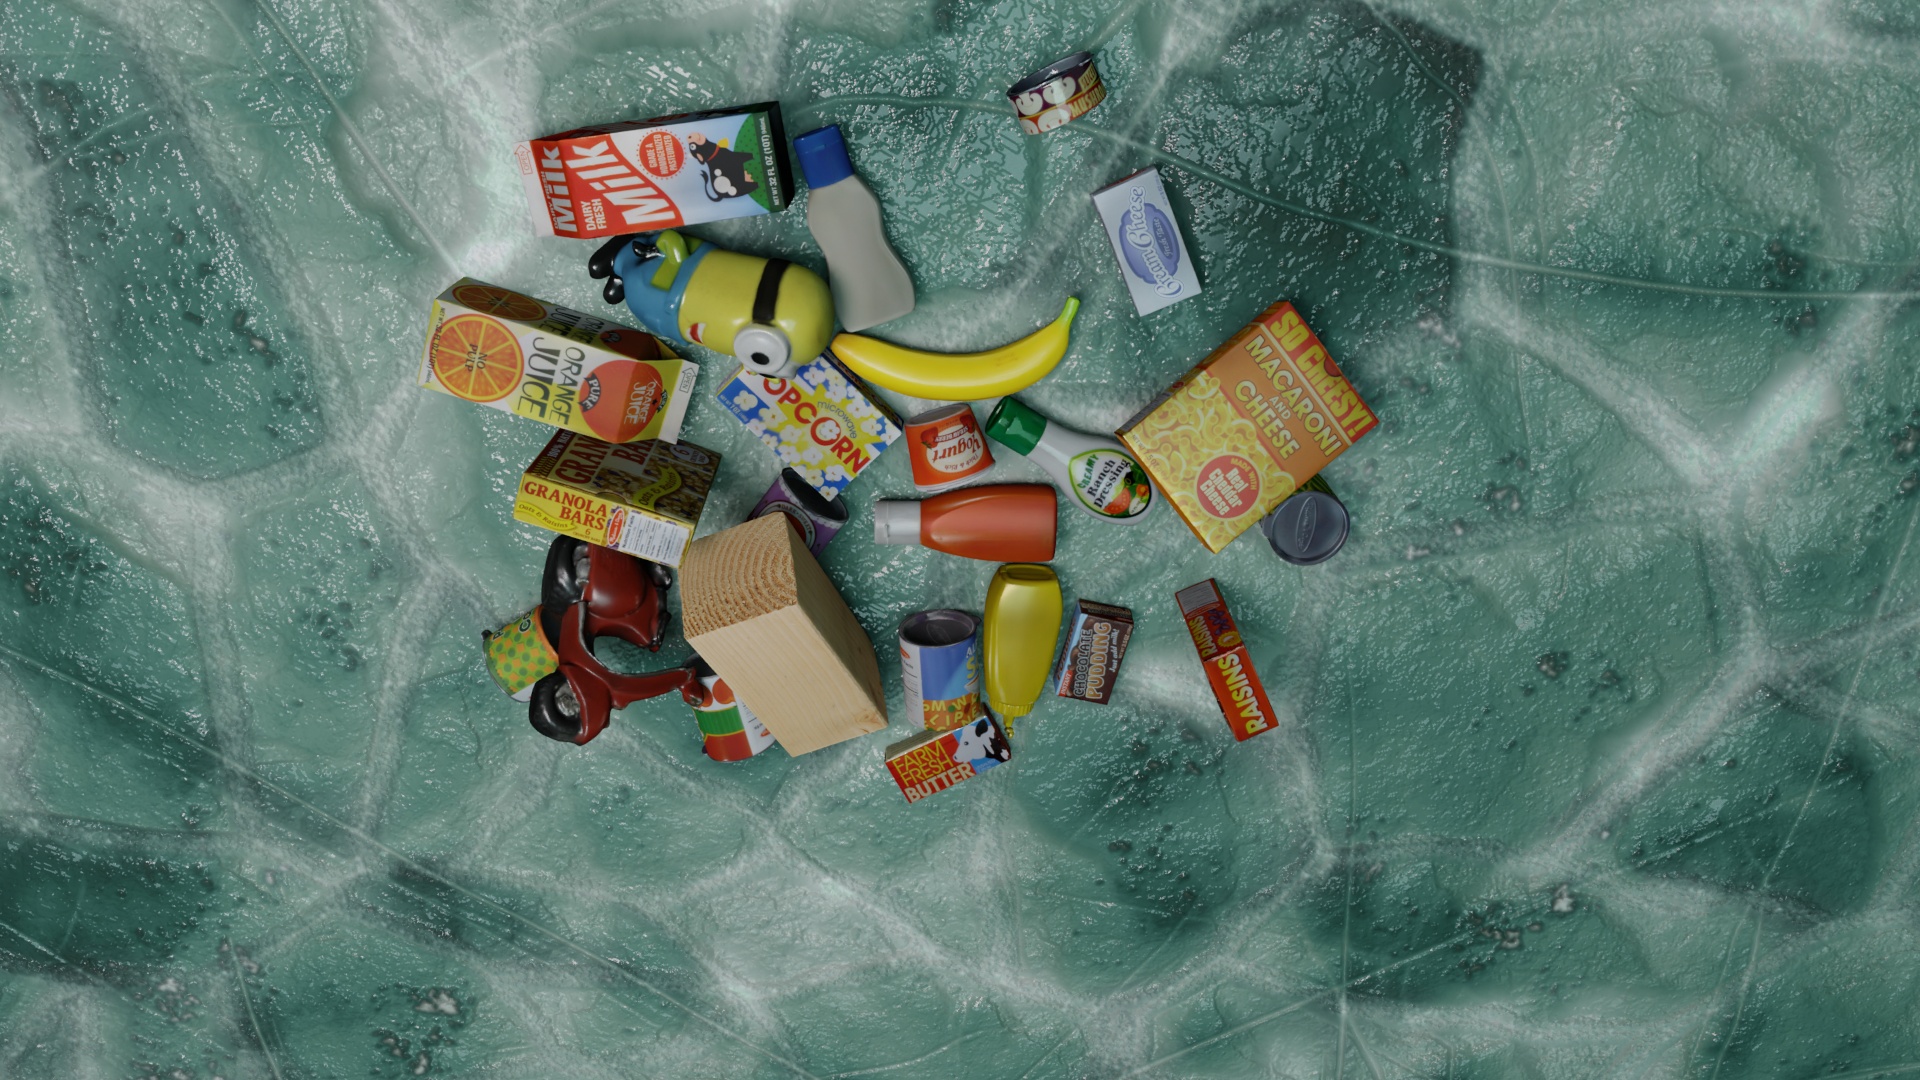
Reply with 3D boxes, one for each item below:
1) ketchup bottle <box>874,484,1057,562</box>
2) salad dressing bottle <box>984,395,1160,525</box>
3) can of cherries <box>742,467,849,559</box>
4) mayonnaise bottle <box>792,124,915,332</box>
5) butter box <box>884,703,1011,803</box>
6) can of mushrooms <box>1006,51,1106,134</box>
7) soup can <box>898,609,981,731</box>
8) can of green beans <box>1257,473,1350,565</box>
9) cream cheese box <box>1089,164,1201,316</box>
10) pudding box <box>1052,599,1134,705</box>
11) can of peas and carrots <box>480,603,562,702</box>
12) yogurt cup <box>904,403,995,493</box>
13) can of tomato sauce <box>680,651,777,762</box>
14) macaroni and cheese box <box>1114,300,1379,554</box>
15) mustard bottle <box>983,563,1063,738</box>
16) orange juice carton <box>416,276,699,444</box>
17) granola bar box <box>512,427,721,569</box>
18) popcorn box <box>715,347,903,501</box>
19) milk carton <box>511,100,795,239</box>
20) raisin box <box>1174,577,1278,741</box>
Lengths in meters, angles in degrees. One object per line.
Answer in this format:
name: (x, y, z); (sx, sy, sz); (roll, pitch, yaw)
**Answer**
ketchup bottle: (0.004, -0.014, 1.140); (0.149, 0.044, 0.064); (0, 113, -2)
salad dressing bottle: (0.090, -0.065, 1.121); (0.147, 0.044, 0.064); (29, 99, -14)
can of cherries: (-0.134, -0.016, 1.119); (0.071, 0.072, 0.058); (35, 108, -16)
mayonnaise bottle: (-0.084, -0.235, 1.044); (0.065, 0.041, 0.147); (-18, 112, 4)
butter box: (-0.012, 0.190, 1.239); (0.103, 0.024, 0.053); (-26, 111, 8)
can of mushrooms: (0.071, -0.321, 0.996); (0.071, 0.071, 0.033); (-24, 114, 8)
soup can: (-0.014, 0.110, 1.182); (0.071, 0.071, 0.083); (-4, 114, 0)
can of green beans: (0.279, -0.021, 1.141); (0.071, 0.058, 0.071); (-1, 114, -2)
cream cheese box: (0.142, -0.228, 1.064); (0.053, 0.024, 0.103); (-22, 112, 9)
pudding box: (0.114, 0.097, 1.200); (0.050, 0.030, 0.083); (13, 112, -7)
can of peas and carrots: (-0.355, 0.091, 1.160); (0.058, 0.071, 0.070); (-30, 111, 10)
yogurt cup: (-0.011, -0.075, 1.104); (0.072, 0.072, 0.053); (-16, 105, 5)
can of tomato sauce: (-0.198, 0.137, 1.186); (0.071, 0.071, 0.082); (-13, 113, 3)
macaroni and cheese box: (0.226, -0.089, 1.094); (0.166, 0.040, 0.123); (-39, 100, 3)
mustard bottle: (0.048, 0.099, 1.188); (0.065, 0.049, 0.159); (4, 114, -9)
orange juice carton: (-0.302, -0.132, 1.061); (0.193, 0.073, 0.071); (17, 112, -10)
granola bar box: (-0.254, -0.044, 1.051); (0.124, 0.166, 0.039); (18, 110, -10)
popcorn box: (-0.118, -0.105, 1.099); (0.085, 0.038, 0.126); (-42, 109, 13)
milk carton: (-0.222, -0.266, 1.006); (0.191, 0.074, 0.072); (-8, 113, 2)
raisin box: (0.219, 0.097, 1.154); (0.040, 0.124, 0.086); (-23, 113, 8)
